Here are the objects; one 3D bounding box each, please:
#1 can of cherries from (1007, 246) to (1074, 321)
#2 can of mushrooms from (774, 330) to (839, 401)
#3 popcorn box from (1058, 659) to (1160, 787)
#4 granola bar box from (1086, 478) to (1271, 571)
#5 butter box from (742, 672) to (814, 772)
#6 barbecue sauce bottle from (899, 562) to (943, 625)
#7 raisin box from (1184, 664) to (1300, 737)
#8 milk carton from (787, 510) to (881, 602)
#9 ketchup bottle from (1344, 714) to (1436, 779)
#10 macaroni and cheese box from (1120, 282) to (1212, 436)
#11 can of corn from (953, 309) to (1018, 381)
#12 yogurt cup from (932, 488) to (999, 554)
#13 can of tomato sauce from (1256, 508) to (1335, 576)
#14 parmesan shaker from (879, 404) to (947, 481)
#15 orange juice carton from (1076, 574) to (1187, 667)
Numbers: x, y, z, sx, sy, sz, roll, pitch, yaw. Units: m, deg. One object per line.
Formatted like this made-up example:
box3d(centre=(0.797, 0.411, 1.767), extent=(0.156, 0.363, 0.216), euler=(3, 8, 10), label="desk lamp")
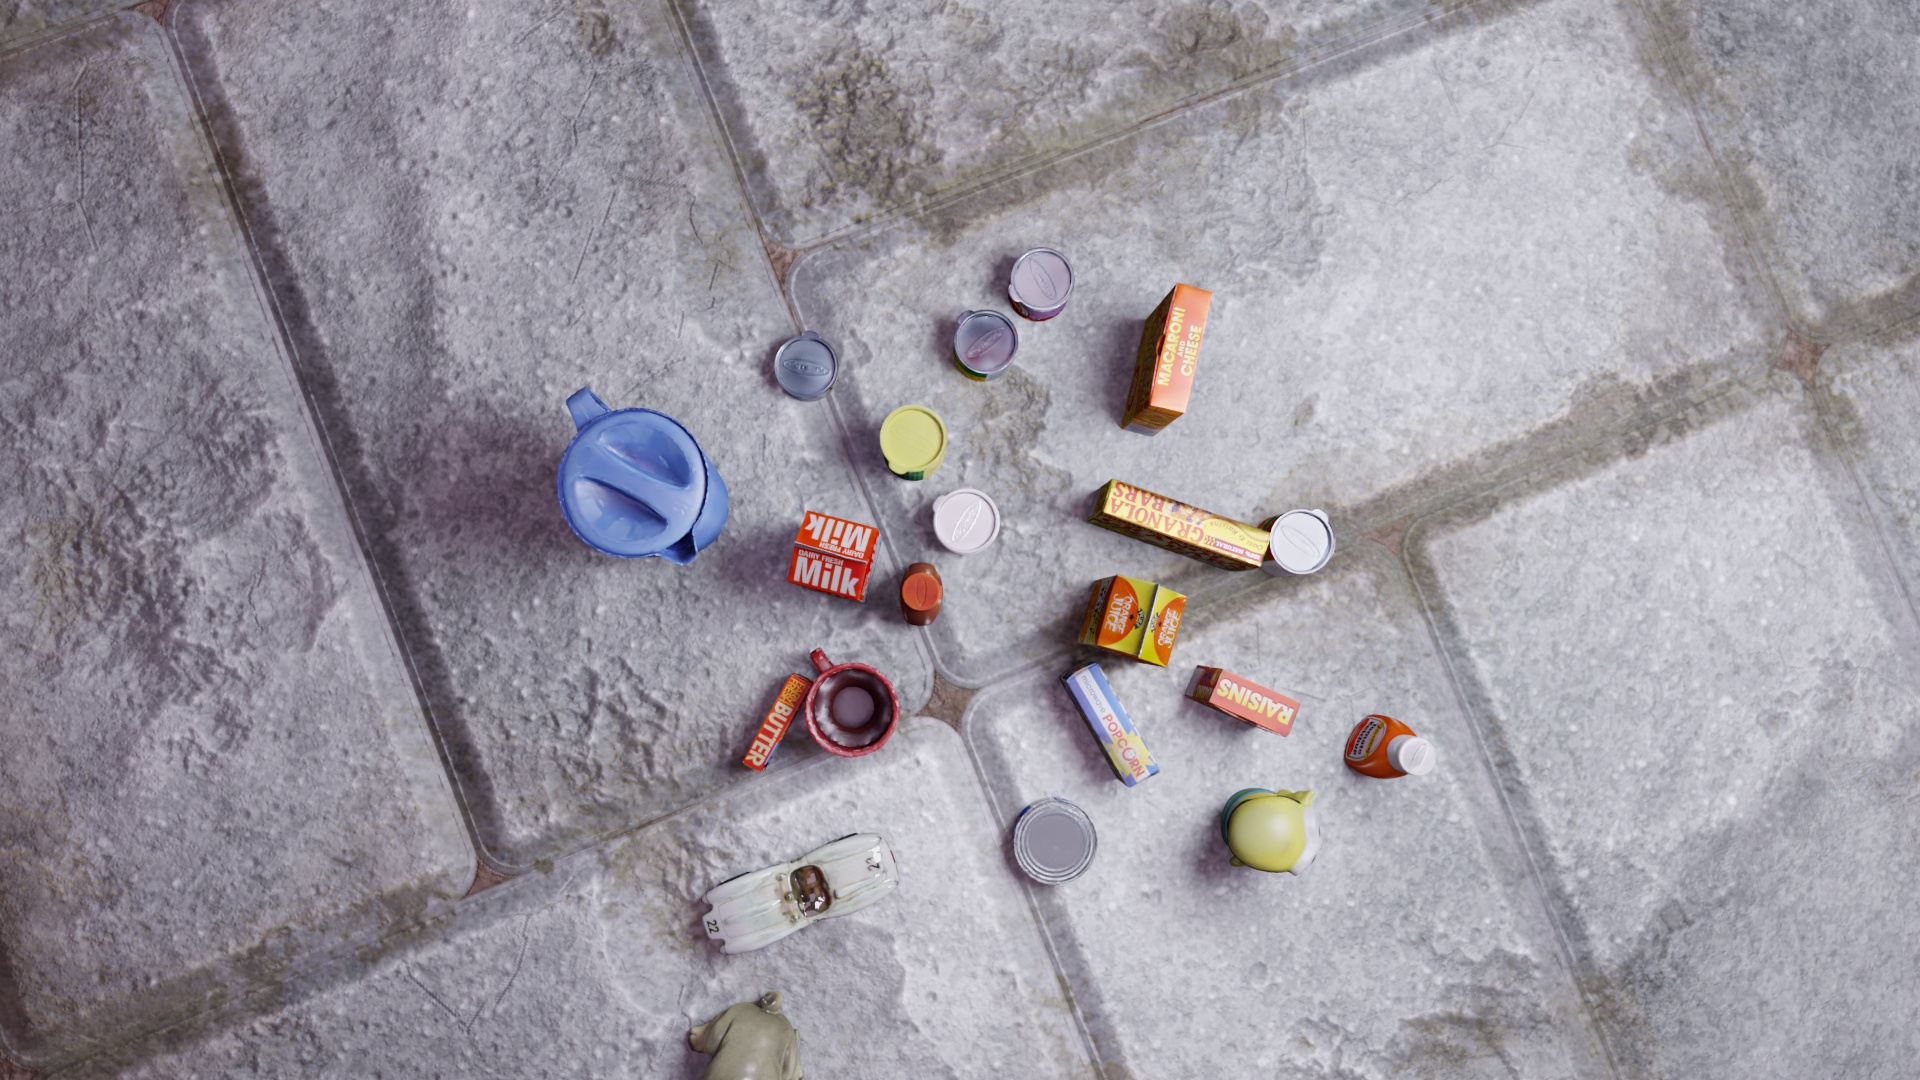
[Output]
box3d(centre=(0.081, -0.266, 1.451), extent=(0.071, 0.058, 0.071), euler=(0, 86, -2), label="can of cherries")
box3d(centre=(-0.159, -0.181, 1.447), extent=(0.071, 0.033, 0.071), euler=(0, 86, -2), label="can of mushrooms")
box3d(centre=(0.149, 0.184, 1.407), extent=(0.038, 0.085, 0.126), euler=(-30, 88, -4), label="popcorn box")
box3d(centre=(0.217, -0.013, 1.405), extent=(0.166, 0.124, 0.039), euler=(19, 86, -1), label="granola bar box")
box3d(centre=(-0.184, 0.183, 1.410), extent=(0.024, 0.053, 0.103), euler=(29, 85, 0), label="butter box")
box3d(centre=(-0.039, 0.052, 1.377), extent=(0.044, 0.148, 0.065), euler=(2, 86, -2), label="barbecue sauce bottle")
box3d(centre=(0.281, 0.160, 1.396), extent=(0.086, 0.123, 0.040), euler=(24, 86, -1), label="raisin box")
box3d(centre=(-0.121, 0.017, 1.356), extent=(0.072, 0.190, 0.073), euler=(15, 86, -1), label="milk carton")
box3d(centre=(0.431, 0.209, 1.386), extent=(0.043, 0.148, 0.065), euler=(31, 86, 0), label="ketchup bottle")
box3d(centre=(0.204, -0.177, 1.396), extent=(0.040, 0.166, 0.123), euler=(13, 86, -1), label="macaroni and cheese box")
box3d(centre=(0.024, -0.204, 1.444), extent=(0.071, 0.058, 0.071), euler=(0, 86, -2), label="can of corn")
box3d(centre=(0.005, -0.018, 1.432), extent=(0.072, 0.054, 0.072), euler=(0, 86, -2), label="yogurt cup")
box3d(centre=(0.341, 0.002, 1.430), extent=(0.071, 0.083, 0.071), euler=(0, 86, -2), label="can of tomato sauce")
box3d(centre=(-0.049, -0.095, 1.411), extent=(0.071, 0.103, 0.071), euler=(0, 86, -2), label="parmesan shaker")
box3d(centre=(0.169, 0.079, 1.362), extent=(0.073, 0.192, 0.072), euler=(18, 86, -1), label="orange juice carton")
